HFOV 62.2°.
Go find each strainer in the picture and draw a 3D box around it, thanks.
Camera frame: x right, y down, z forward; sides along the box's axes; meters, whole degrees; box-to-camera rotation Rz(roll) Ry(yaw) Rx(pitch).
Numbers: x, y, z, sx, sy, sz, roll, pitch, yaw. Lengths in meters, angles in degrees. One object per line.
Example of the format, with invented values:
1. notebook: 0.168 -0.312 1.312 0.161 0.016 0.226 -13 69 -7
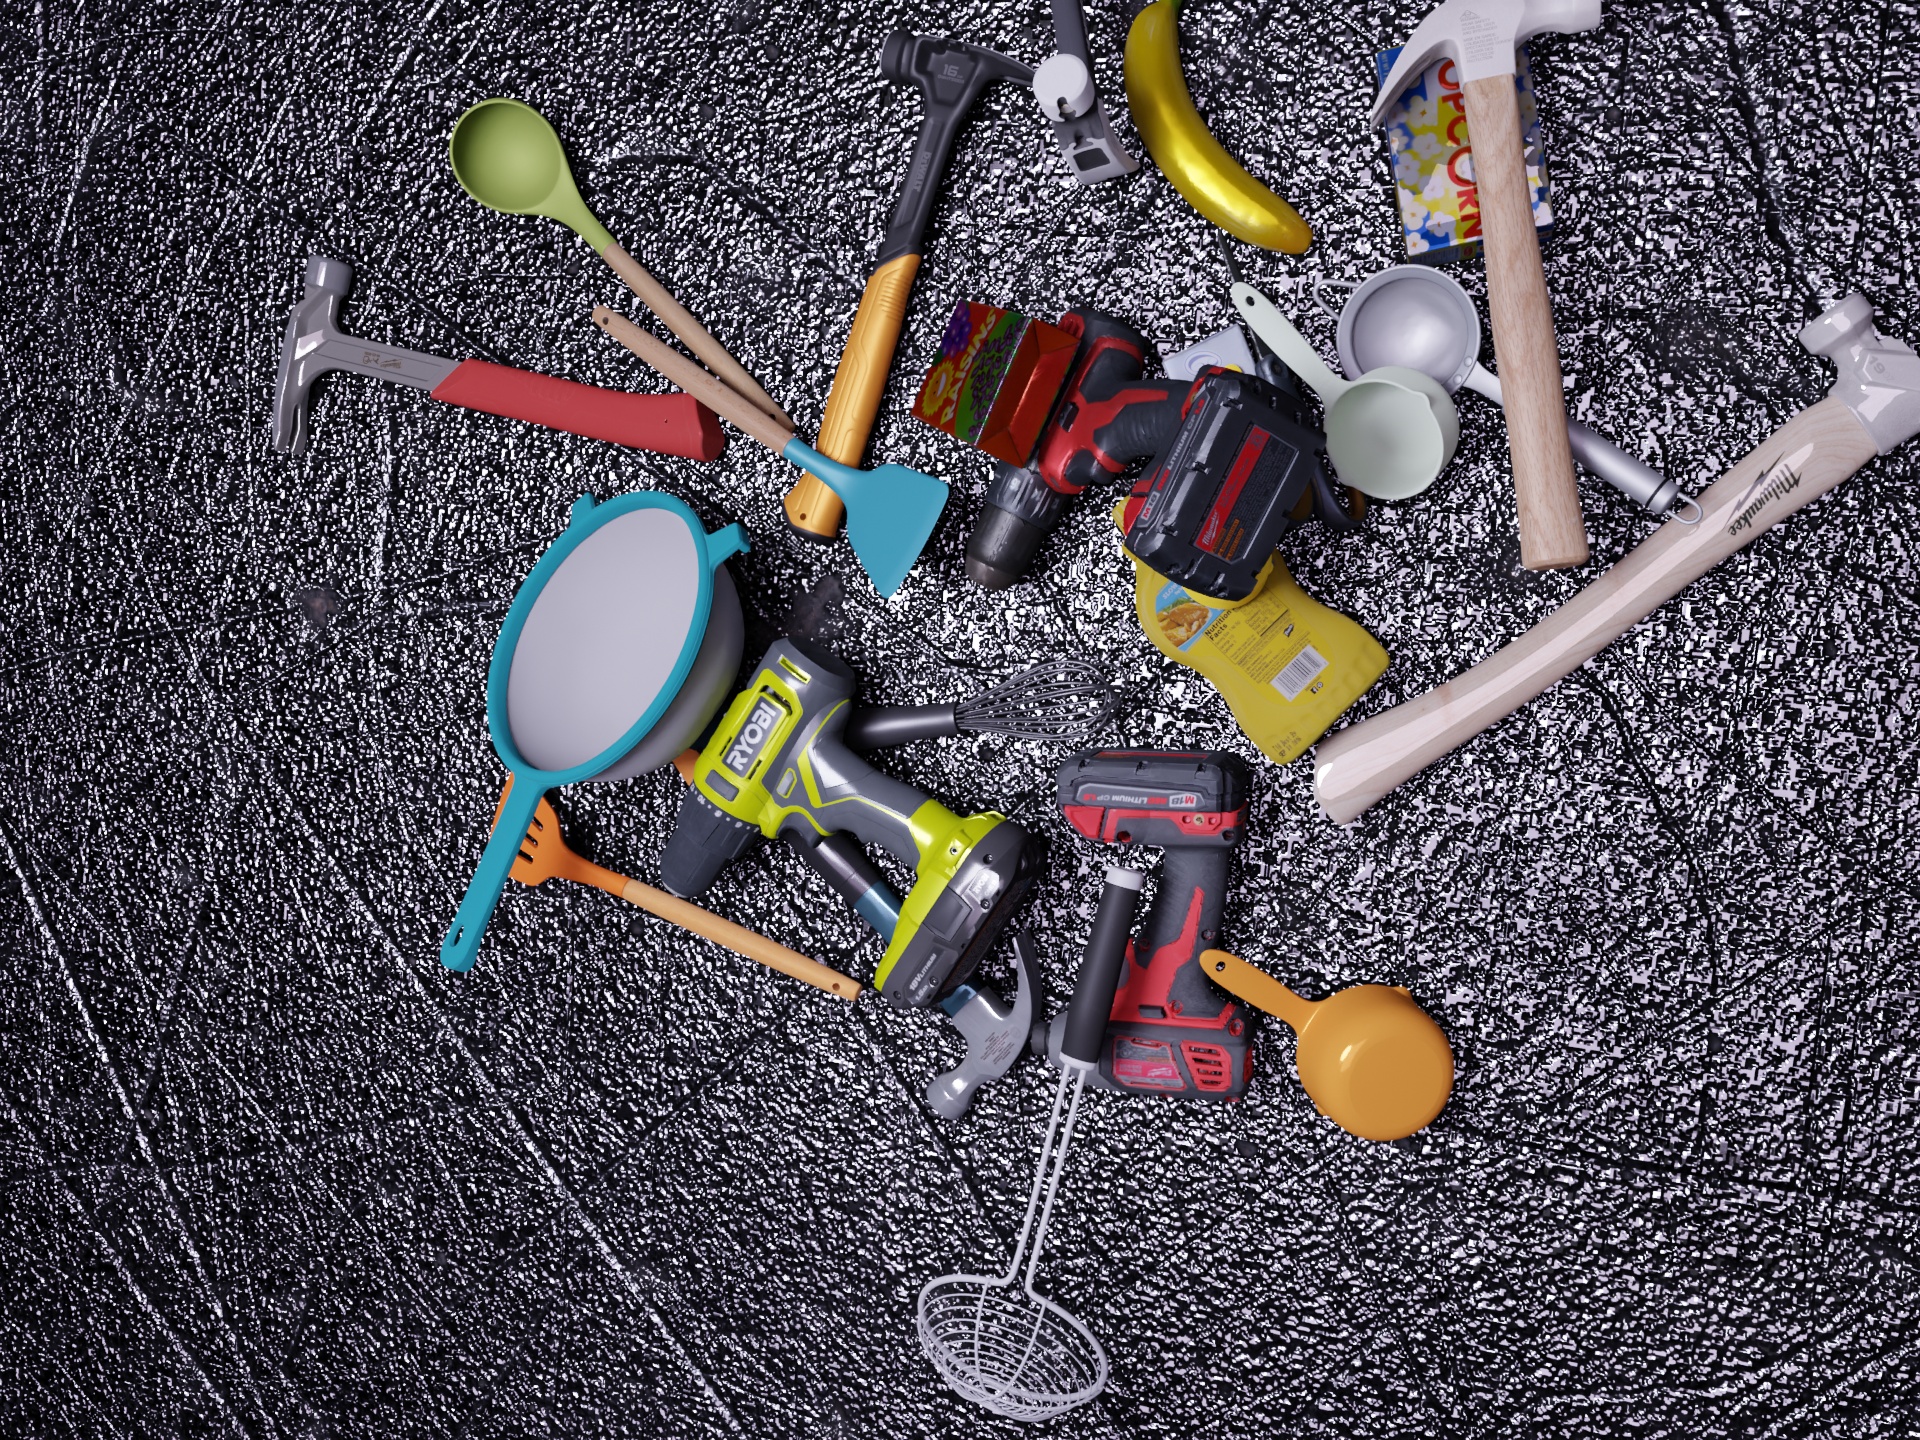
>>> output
1. strainer: 0.320 -0.189 0.932 0.259 0.050 0.086 40 127 19
2. strainer: -0.241 0.016 1.071 0.211 0.095 0.340 16 81 43

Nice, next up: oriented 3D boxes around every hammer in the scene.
1. hammer: 0.311 -0.249 0.897 0.130 0.031 0.331 -7 86 15
2. hammer: -0.074 0.109 1.089 0.331 0.033 0.128 46 105 10
3. hammer: -0.043 -0.277 1.053 0.127 0.034 0.337 24 101 25
4. hammer: -0.339 -0.231 1.152 0.359 0.036 0.149 16 97 16
5. hammer: 0.059 -0.494 0.985 0.035 0.146 0.335 -11 78 17
6. hammer: 0.389 -0.061 0.936 0.410 0.038 0.146 -38 83 16

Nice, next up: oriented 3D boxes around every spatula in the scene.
1. spatula: -0.209 0.126 1.122 0.323 0.041 0.081 22 99 17
2. spatula: -0.136 -0.197 1.053 0.318 0.044 0.082 36 108 18

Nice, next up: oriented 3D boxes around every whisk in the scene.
1. whisk: -0.002 -0.005 1.057 0.239 0.055 0.055 -8 91 22

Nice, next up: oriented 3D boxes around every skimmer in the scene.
1. skimmer: 0.063 0.266 0.997 0.127 0.090 0.363 15 93 15

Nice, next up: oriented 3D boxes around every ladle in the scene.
1. ladle: -0.233 -0.310 1.106 0.320 0.062 0.078 46 112 7

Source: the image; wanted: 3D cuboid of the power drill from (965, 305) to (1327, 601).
1. power drill: 0.092 -0.142 0.951 0.227 0.080 0.188 38 105 55

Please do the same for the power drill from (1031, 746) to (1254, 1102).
1. power drill: 0.115 0.130 1.012 0.143 0.078 0.219 1 96 18

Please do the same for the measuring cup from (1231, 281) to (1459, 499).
1. measuring cup: 0.229 -0.207 0.952 0.167 0.038 0.083 48 142 7

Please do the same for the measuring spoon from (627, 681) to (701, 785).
1. measuring spoon: -0.202 0.021 1.135 0.021 0.011 0.117 -39 82 15

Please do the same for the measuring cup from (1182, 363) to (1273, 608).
1. measuring cup: 0.162 -0.146 0.960 0.062 0.029 0.156 4 80 3

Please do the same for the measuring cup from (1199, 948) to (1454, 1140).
1. measuring cup: 0.220 0.189 0.955 0.173 0.052 0.095 32 94 -15

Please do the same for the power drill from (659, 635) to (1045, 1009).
1. power drill: -0.079 0.082 1.033 0.229 0.080 0.190 36 103 16
